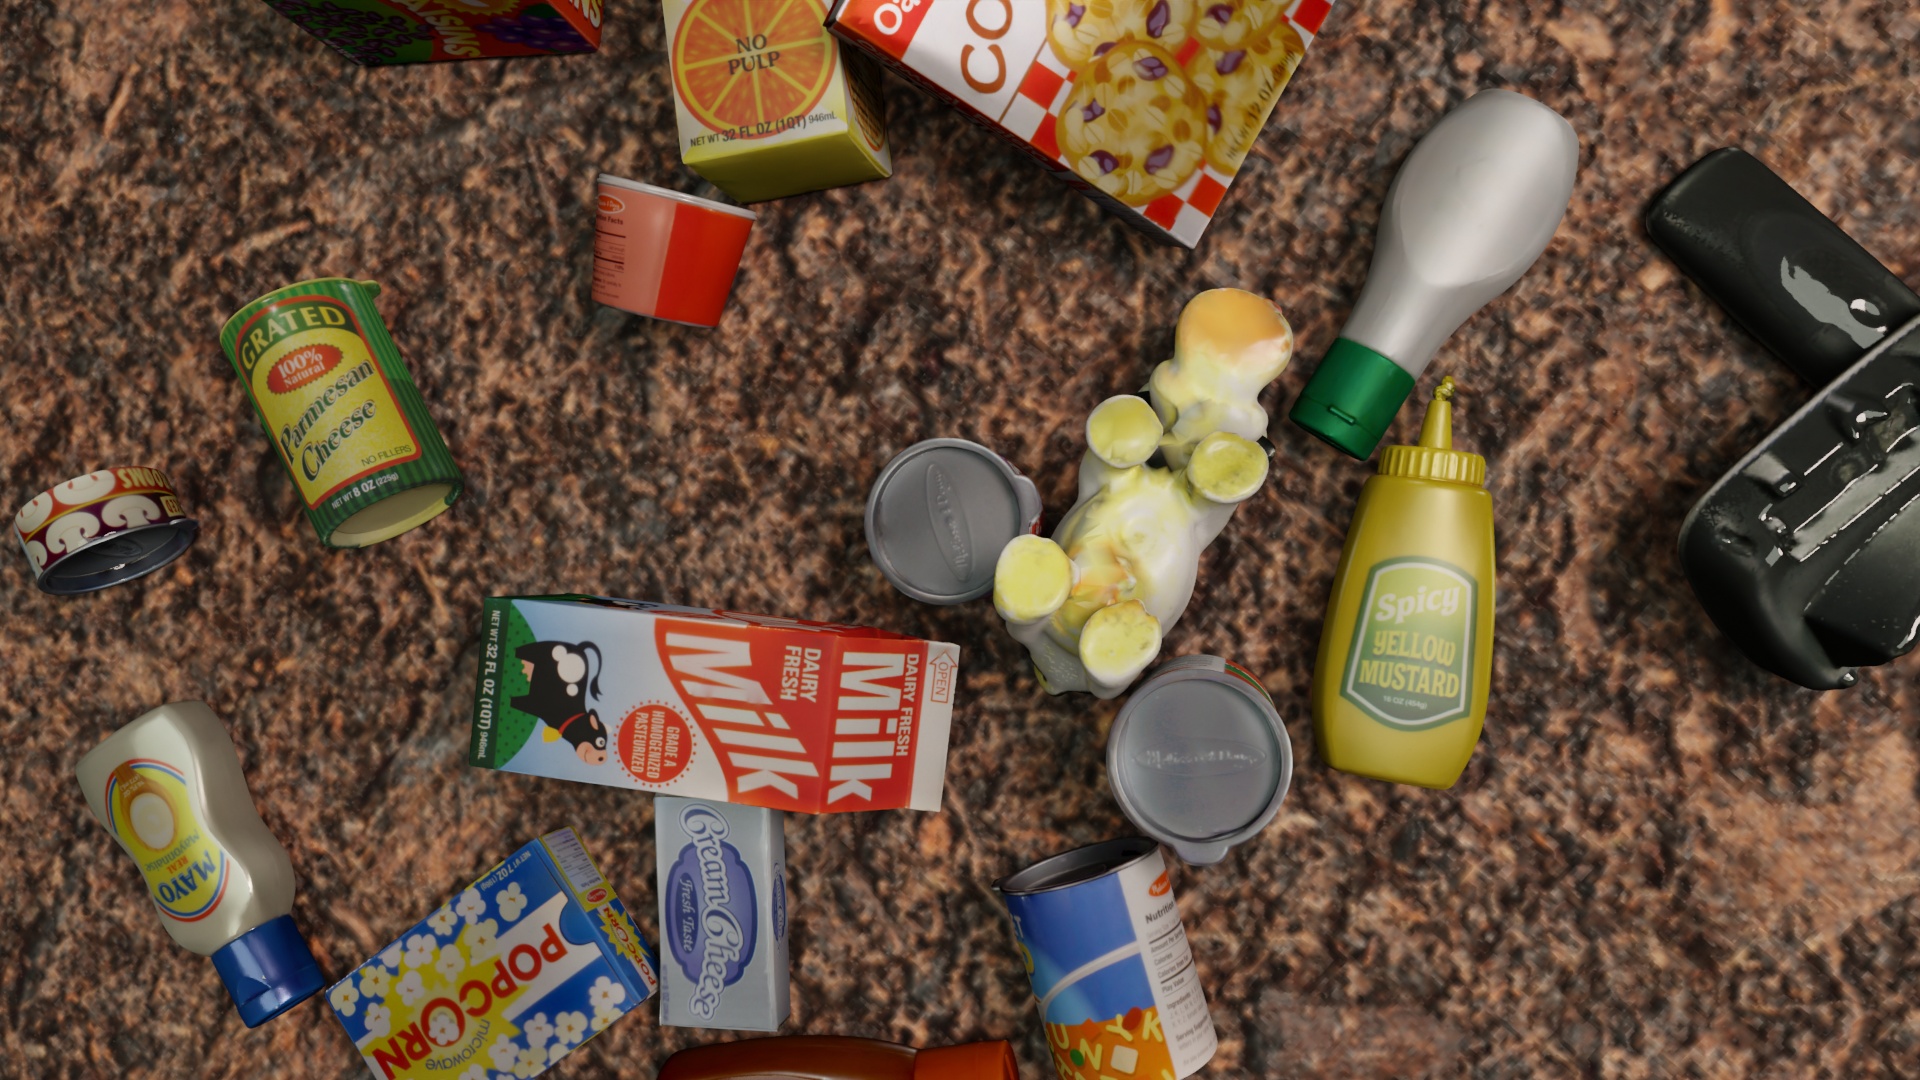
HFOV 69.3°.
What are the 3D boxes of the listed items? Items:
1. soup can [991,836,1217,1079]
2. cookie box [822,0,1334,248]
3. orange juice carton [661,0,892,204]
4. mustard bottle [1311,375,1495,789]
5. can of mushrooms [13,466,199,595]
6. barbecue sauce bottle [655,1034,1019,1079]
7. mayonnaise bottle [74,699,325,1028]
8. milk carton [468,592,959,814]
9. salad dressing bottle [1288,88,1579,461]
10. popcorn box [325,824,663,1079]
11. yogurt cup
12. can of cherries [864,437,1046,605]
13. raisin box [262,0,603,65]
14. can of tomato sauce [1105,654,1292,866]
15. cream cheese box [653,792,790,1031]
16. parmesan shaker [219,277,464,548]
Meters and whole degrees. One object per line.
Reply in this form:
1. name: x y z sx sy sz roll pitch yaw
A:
1. soup can: 0.057 0.169 0.555 0.071 0.071 0.084 -17 86 10
2. cookie box: 0.049 -0.210 0.541 0.167 0.040 0.123 28 96 -18
3. orange juice carton: -0.083 -0.248 0.585 0.072 0.073 0.192 -8 87 11
4. mustard bottle: 0.177 0.014 0.544 0.065 0.049 0.160 7 90 9
5. can of mushrooms: -0.392 -0.006 0.640 0.071 0.071 0.033 -30 83 9
6. barbecue sauce bottle: -0.050 0.237 0.582 0.148 0.044 0.064 -11 103 9
7. mayonnaise bottle: -0.344 0.150 0.640 0.065 0.041 0.148 -34 83 6
8. milk carton: -0.097 0.067 0.581 0.191 0.073 0.072 6 90 10
9. salad dressing bottle: 0.184 -0.103 0.549 0.064 0.044 0.147 33 96 10
10. popcorn box: -0.205 0.198 0.615 0.126 0.038 0.085 -37 82 8
11. yogurt cup: -0.126 -0.123 0.596 0.072 0.072 0.054 16 100 10
12. can of cherries: 0.002 -0.007 0.572 0.071 0.058 0.071 0 88 11
13. raisin box: -0.231 -0.245 0.605 0.123 0.086 0.040 1 85 10
14. can of tomato sauce: 0.094 0.081 0.540 0.071 0.083 0.071 0 89 10
15. cream cheese box: -0.104 0.159 0.604 0.053 0.024 0.103 -2 88 10
16. parmesan shaker: -0.271 -0.057 0.619 0.071 0.071 0.103 -30 84 9
